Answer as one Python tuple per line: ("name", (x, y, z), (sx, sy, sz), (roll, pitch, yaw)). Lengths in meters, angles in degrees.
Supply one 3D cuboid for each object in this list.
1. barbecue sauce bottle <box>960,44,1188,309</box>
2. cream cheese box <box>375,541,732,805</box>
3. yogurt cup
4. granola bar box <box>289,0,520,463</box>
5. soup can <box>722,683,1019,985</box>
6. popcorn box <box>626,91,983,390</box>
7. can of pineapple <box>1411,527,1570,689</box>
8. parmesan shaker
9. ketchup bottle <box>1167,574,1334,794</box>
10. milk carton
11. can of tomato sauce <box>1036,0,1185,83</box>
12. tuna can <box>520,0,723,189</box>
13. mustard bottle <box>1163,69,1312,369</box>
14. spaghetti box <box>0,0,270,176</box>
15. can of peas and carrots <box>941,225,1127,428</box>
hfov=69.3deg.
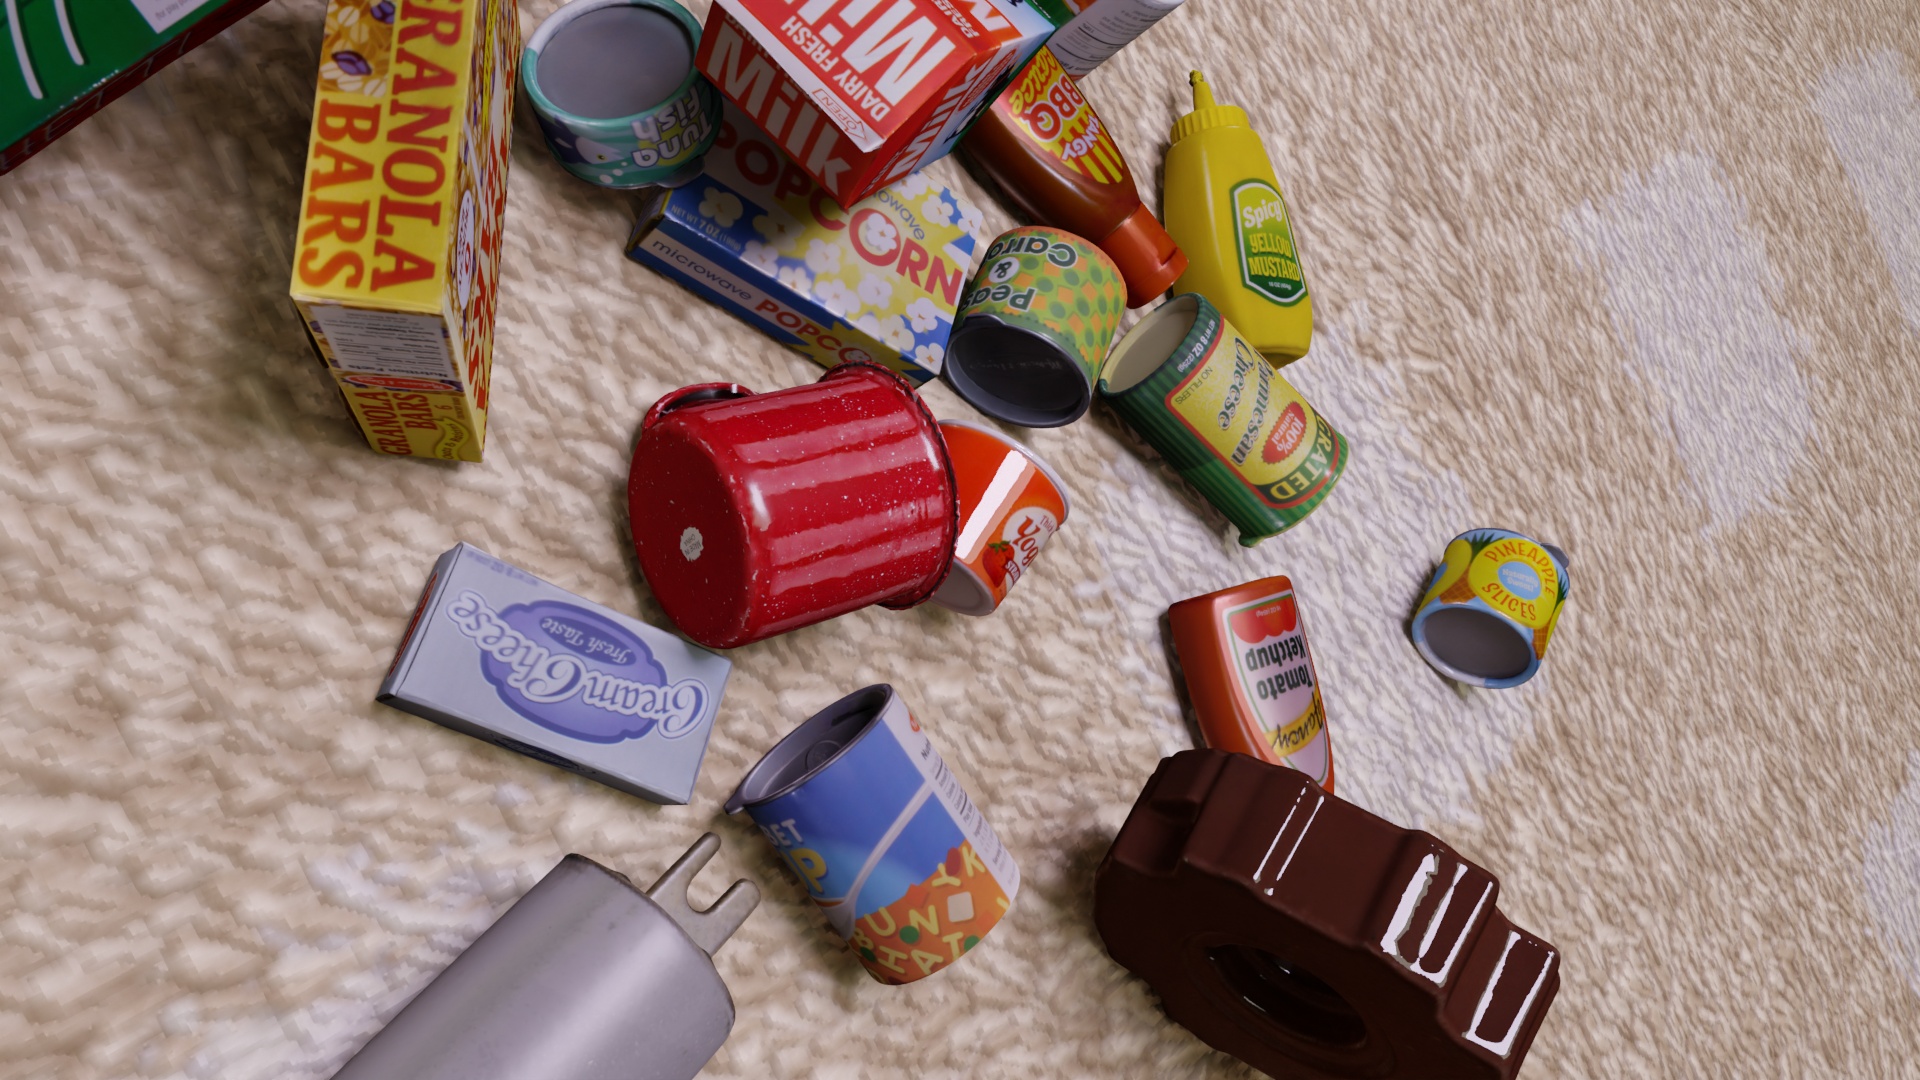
("barbecue sauce bottle", (0.046, -0.173, 0.637), (0.148, 0.043, 0.065), (48, 53, -16))
("cream cheese box", (-0.130, 0.046, 0.459), (0.104, 0.024, 0.053), (28, 63, -27))
("yogurt cup", (0.002, -0.007, 0.547), (0.072, 0.072, 0.054), (40, 66, -21))
("granola bar box", (-0.162, -0.121, 0.419), (0.039, 0.124, 0.166), (3, 74, -13))
("soup can", (-0.030, 0.105, 0.490), (0.072, 0.071, 0.083), (-42, 103, -36))
("popcorn box", (-0.058, -0.123, 0.550), (0.126, 0.038, 0.085), (28, 61, -27))
("can of pineapple", (0.280, 0.035, 0.731), (0.071, 0.071, 0.058), (48, 55, -16))
("parmesan shaker", (0.120, -0.055, 0.644), (0.103, 0.071, 0.071), (40, 57, -20))
("ketchup bottle", (0.140, 0.093, 0.630), (0.065, 0.043, 0.149), (-11, 84, -38))
("milk carton", (-0.029, -0.178, 0.501), (0.072, 0.073, 0.191), (44, 26, -5))
("can of tomato sauce", (0.058, -0.259, 0.645), (0.071, 0.083, 0.071), (11, 71, -34))
("tuna can", (-0.118, -0.159, 0.493), (0.071, 0.032, 0.071), (0, 64, 1))
("mustard bottle", (0.132, -0.164, 0.693), (0.065, 0.048, 0.160), (-3, 79, -38))
("spaghetti box", (-0.230, -0.128, 0.341), (0.250, 0.029, 0.050), (-33, 109, 1))
("can of peas and carrots", (0.030, -0.092, 0.587), (0.071, 0.070, 0.059), (36, 58, -23))
